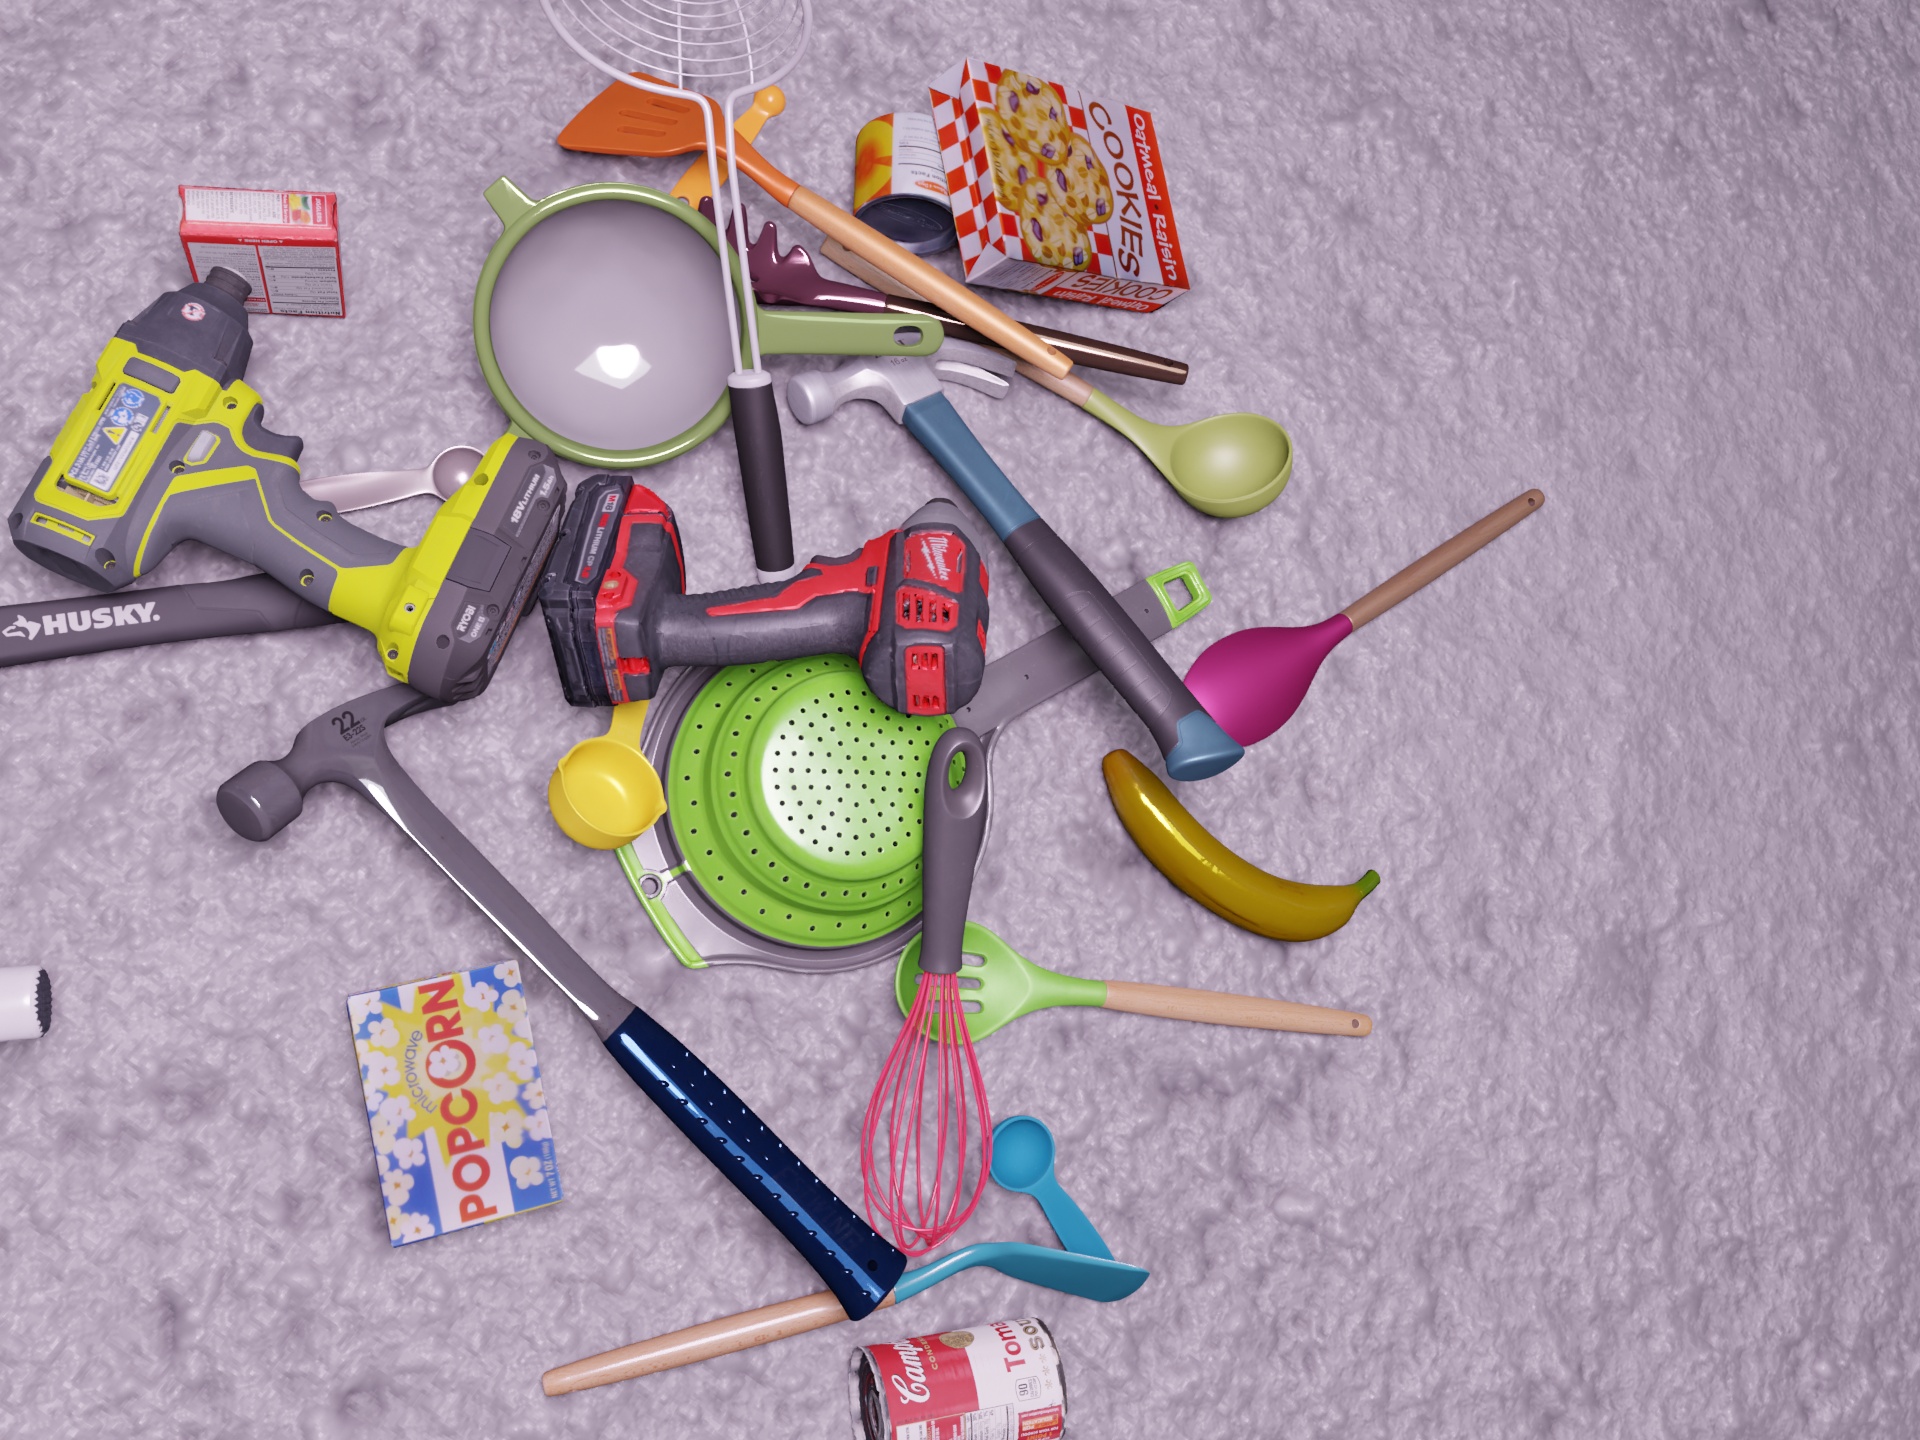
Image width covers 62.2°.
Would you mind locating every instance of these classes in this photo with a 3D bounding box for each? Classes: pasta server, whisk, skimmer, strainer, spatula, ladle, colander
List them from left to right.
[{"bbox_3d":[-0.140,-0.222,0.890,0.256,0.069,0.151,-3,113,-17],"label":"strainer"},{"bbox_3d":[-0.123,-0.221,0.799,0.127,0.090,0.363,1,121,9],"label":"skimmer"},{"bbox_3d":[-0.077,-0.283,0.918,0.322,0.041,0.081,32,59,-1],"label":"spatula"},{"bbox_3d":[-0.059,0.320,0.844,0.317,0.082,0.044,-10,62,-15],"label":"spatula"},{"bbox_3d":[-0.017,-0.243,0.937,0.316,0.040,0.060,12,58,-5],"label":"pasta server"},{"bbox_3d":[-0.012,0.147,0.837,0.073,0.073,0.295,0,104,-18],"label":"whisk"},{"bbox_3d":[-0.001,-0.003,0.895,0.397,0.094,0.204,-29,90,-20],"label":"colander"},{"bbox_3d":[0.060,-0.219,0.977,0.320,0.062,0.078,28,59,-9],"label":"ladle"}]

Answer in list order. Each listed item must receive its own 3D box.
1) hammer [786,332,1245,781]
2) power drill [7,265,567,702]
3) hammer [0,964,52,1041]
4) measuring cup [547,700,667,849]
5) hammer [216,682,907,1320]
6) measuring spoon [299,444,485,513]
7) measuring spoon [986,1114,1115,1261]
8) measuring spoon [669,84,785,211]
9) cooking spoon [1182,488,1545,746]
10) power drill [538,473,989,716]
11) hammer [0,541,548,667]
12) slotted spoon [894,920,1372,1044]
[{"bbox_3d":[0.043,-0.097,0.909,0.128,0.033,0.331,-29,72,-26],"label":"hammer"},{"bbox_3d":[-0.318,-0.116,0.787,0.223,0.080,0.171,23,71,-10],"label":"power drill"},{"bbox_3d":[-0.507,-0.051,0.733,0.149,0.036,0.409,-3,82,-18],"label":"hammer"},{"bbox_3d":[-0.184,0.002,0.854,0.062,0.029,0.157,27,44,-26],"label":"measuring cup"},{"bbox_3d":[-0.177,0.142,0.808,0.405,0.035,0.144,47,45,-4],"label":"hammer"},{"bbox_3d":[-0.314,-0.124,0.860,0.124,0.018,0.034,-11,84,-13],"label":"measuring spoon"},{"bbox_3d":[0.054,0.279,0.909,0.042,0.021,0.128,-37,102,-20],"label":"measuring spoon"},{"bbox_3d":[-0.141,-0.341,0.954,0.021,0.011,0.117,37,71,-9],"label":"measuring spoon"},{"bbox_3d":[0.269,-0.076,1.038,0.319,0.017,0.069,-32,92,-20],"label":"cooking spoon"},{"bbox_3d":[-0.094,-0.069,0.828,0.219,0.078,0.143,2,44,3],"label":"power drill"},{"bbox_3d":[-0.379,-0.063,0.814,0.334,0.035,0.146,-10,84,-20],"label":"hammer"},{"bbox_3d":[0.106,0.166,0.938,0.313,0.031,0.070,9,79,-18],"label":"slotted spoon"}]
